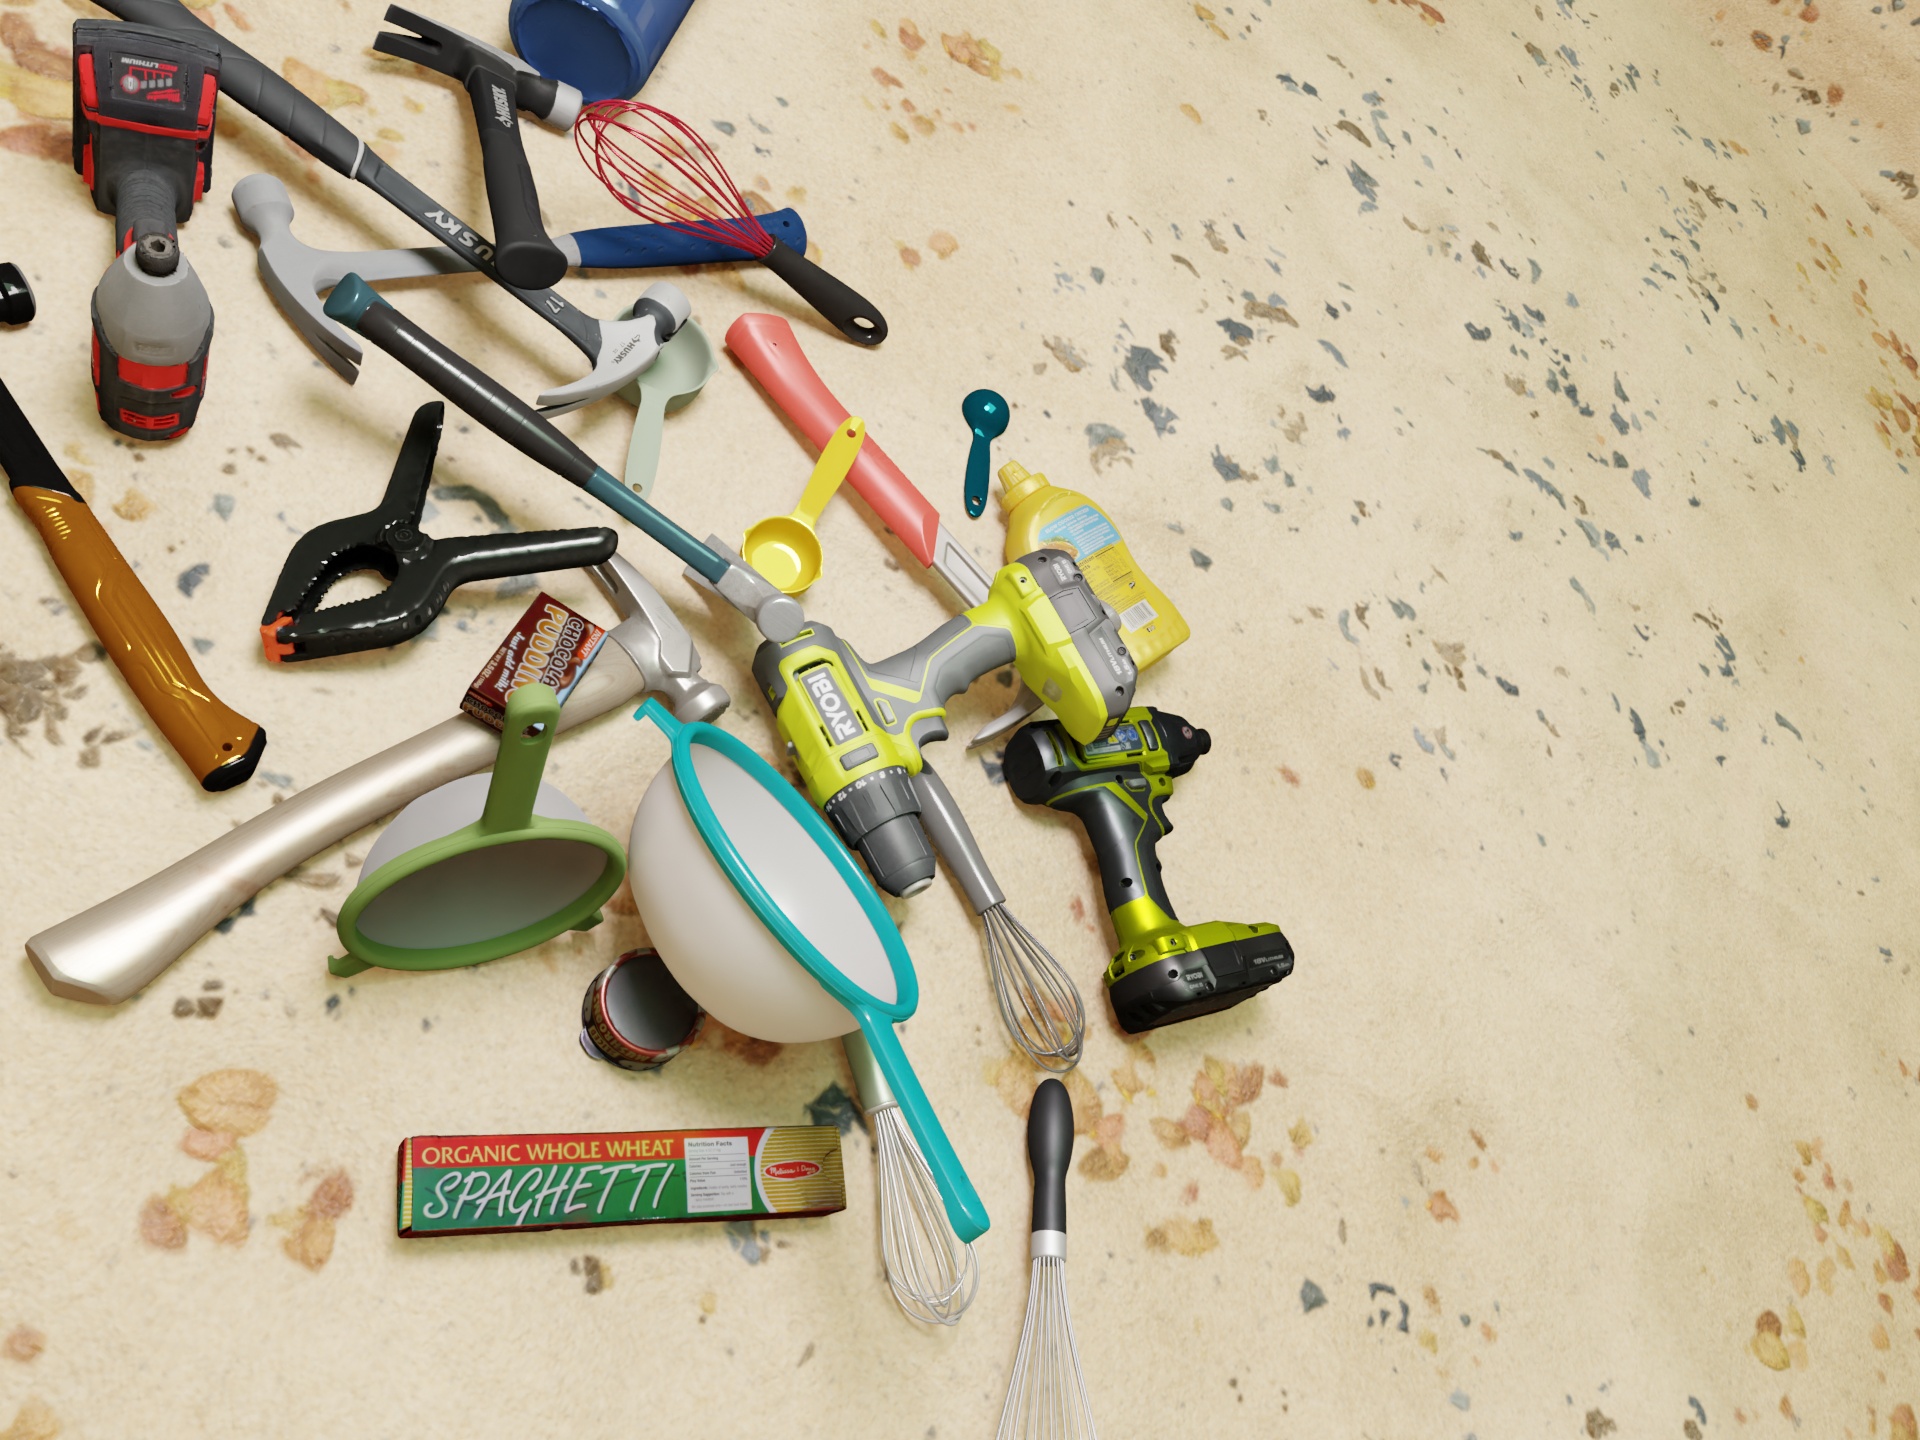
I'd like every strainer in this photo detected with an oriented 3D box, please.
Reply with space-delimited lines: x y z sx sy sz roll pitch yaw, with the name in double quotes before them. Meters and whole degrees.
"strainer" -0.095 0.155 0.880 0.341 0.095 0.210 58 9 34
"strainer" -0.243 0.042 0.815 0.151 0.256 0.069 -8 59 -30

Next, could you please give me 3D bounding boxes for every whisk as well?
"whisk" 0.017 0.125 1.064 0.055 0.055 0.239 -18 71 -37
"whisk" -0.157 -0.355 1.158 0.295 0.073 0.073 29 51 -43
"whisk" -0.044 0.243 0.965 0.059 0.058 0.246 25 42 -62
"whisk" 0.051 0.350 0.957 0.070 0.070 0.285 20 51 -22

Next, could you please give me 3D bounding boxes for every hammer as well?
"hammer" -0.051 -0.152 1.159 0.149 0.036 0.359 -40 85 -19
"hammer" -0.378 -0.347 1.029 0.409 0.036 0.149 36 52 -8
"hammer" -0.495 -0.101 0.870 0.127 0.034 0.337 -32 85 -40
"hammer" -0.304 -0.374 1.043 0.146 0.035 0.335 17 33 -33
"hammer" -0.281 -0.325 1.122 0.405 0.035 0.144 -18 75 -37
"hammer" -0.325 0.024 0.908 0.410 0.038 0.146 -34 84 -39
"hammer" -0.240 -0.159 0.980 0.330 0.128 0.033 37 90 -21

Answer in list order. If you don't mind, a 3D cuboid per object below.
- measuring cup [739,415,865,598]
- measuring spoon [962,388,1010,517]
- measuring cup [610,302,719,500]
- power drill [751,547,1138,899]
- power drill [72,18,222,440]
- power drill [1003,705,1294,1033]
"measuring cup" -0.106 -0.151 1.123 0.062 0.029 0.157 30 65 -9
"measuring spoon" 0.020 -0.215 1.258 0.042 0.021 0.129 20 55 -21
"measuring cup" -0.218 -0.213 1.102 0.083 0.038 0.168 16 62 -24
"power drill" -0.002 -0.003 1.059 0.228 0.080 0.191 -24 74 -17
"power drill" -0.469 -0.288 0.918 0.078 0.143 0.220 0 63 -29
"power drill" 0.143 0.097 1.136 0.171 0.080 0.223 -6 66 -33
